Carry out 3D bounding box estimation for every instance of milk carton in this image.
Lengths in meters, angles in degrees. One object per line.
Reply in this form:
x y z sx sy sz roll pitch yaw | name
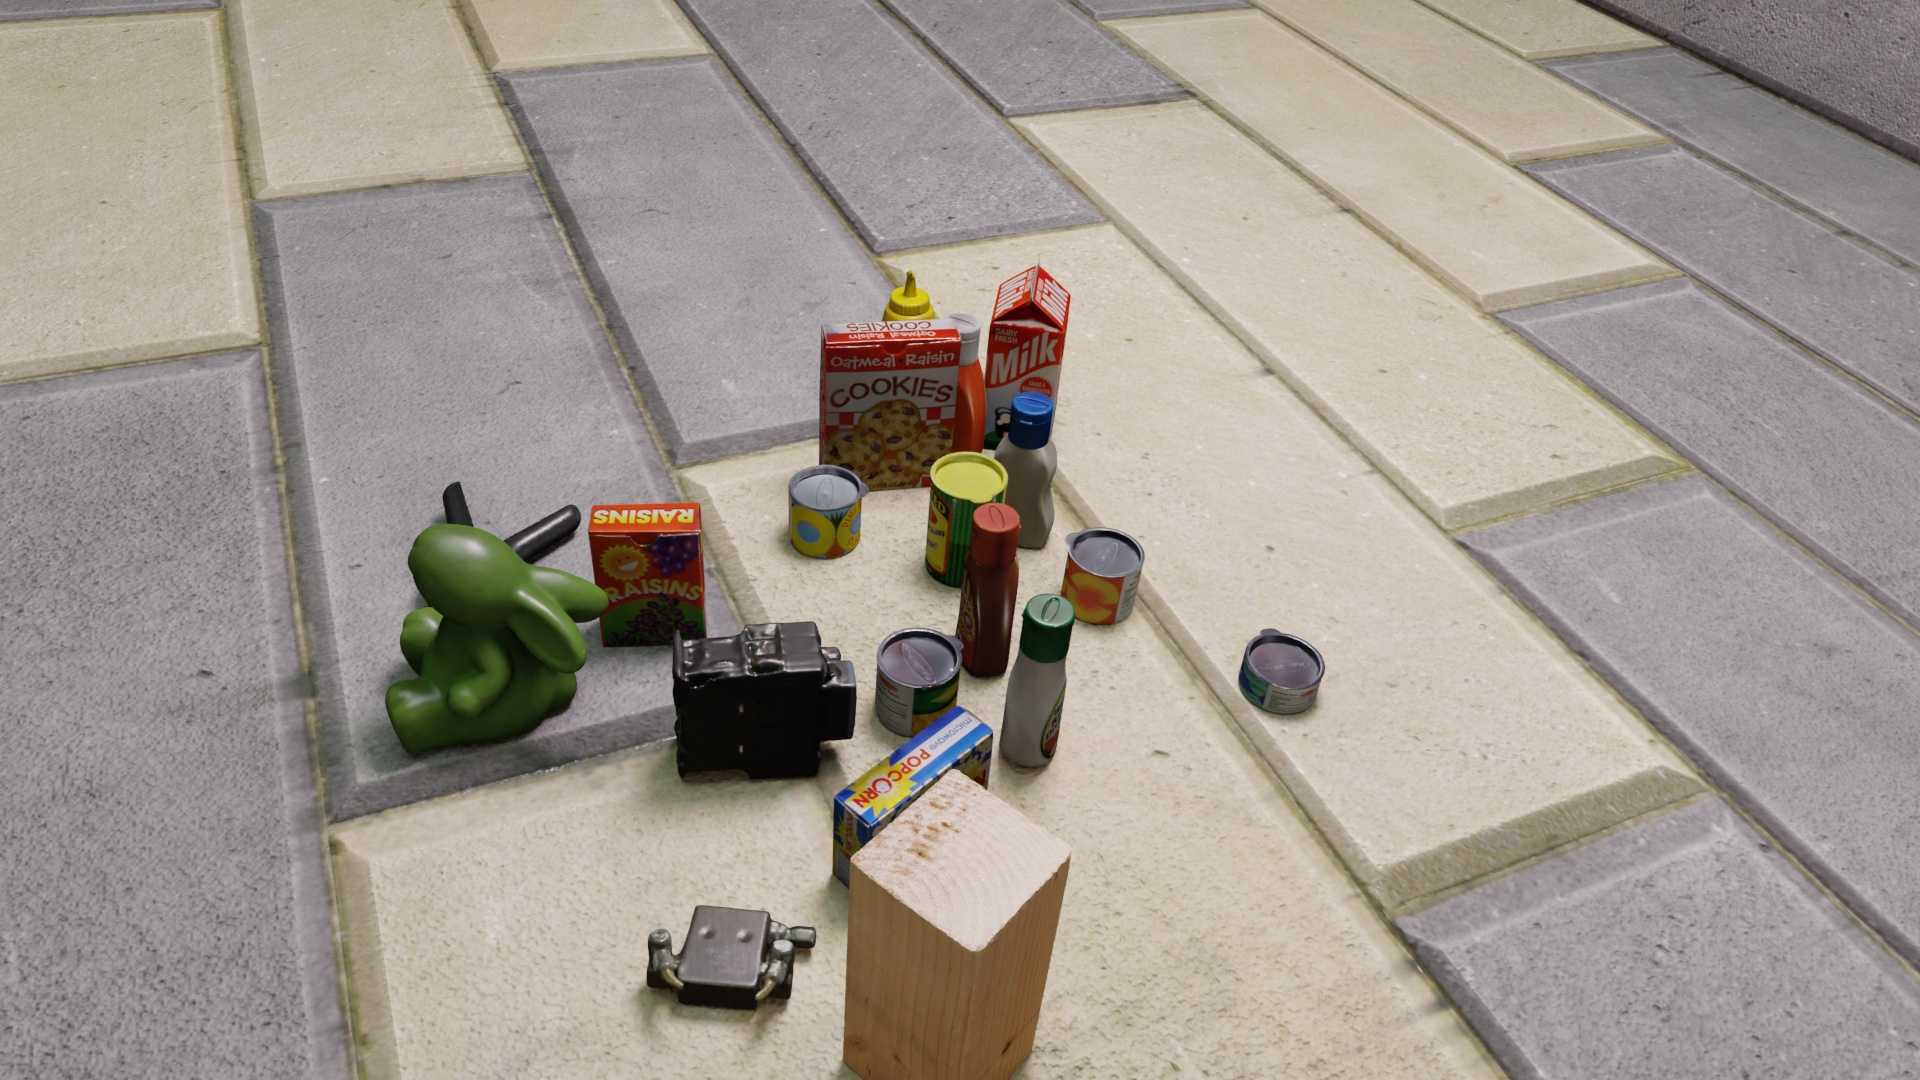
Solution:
0.063 -0.180 1.350 0.073 0.189 0.073 8 40 4 | milk carton

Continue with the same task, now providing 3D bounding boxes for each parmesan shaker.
0.004 -0.015 1.212 0.071 0.102 0.072 3 40 -3 | parmesan shaker

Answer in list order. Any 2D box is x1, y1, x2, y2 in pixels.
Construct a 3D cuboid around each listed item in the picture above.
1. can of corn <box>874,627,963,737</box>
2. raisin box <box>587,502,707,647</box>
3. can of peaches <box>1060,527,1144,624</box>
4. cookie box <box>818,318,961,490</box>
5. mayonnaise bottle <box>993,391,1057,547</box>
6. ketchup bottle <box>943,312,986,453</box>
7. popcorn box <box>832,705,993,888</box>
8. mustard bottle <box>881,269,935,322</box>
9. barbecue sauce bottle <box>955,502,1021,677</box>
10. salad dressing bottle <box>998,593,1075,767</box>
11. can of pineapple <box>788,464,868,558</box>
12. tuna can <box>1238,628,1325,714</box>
-0.032 0.111 1.091 0.071 0.058 0.071 3 40 -3 | can of corn
-0.249 0.029 1.113 0.086 0.122 0.040 -1 40 -8 | raisin box
0.121 0.030 1.206 0.071 0.057 0.071 3 40 -3 | can of peaches
-0.067 -0.122 1.282 0.123 0.166 0.040 -5 41 -12 | cookie box
0.057 -0.062 1.240 0.065 0.147 0.041 15 40 11 | mayonnaise bottle
-0.004 -0.145 1.332 0.065 0.148 0.044 23 43 20 | ketchup bottle
-0.033 0.184 0.981 0.038 0.084 0.127 33 47 29 | popcorn box
-0.051 -0.201 1.386 0.065 0.159 0.049 -6 41 -14 | mustard bottle
0.023 0.038 1.115 0.044 0.147 0.065 -5 41 -13 | barbecue sauce bottle
0.058 0.105 1.038 0.044 0.146 0.064 17 41 13 | salad dressing bottle
-0.120 -0.025 1.244 0.071 0.057 0.071 3 40 -3 | can of pineapple
0.264 0.108 1.149 0.071 0.032 0.071 3 40 -3 | tuna can
